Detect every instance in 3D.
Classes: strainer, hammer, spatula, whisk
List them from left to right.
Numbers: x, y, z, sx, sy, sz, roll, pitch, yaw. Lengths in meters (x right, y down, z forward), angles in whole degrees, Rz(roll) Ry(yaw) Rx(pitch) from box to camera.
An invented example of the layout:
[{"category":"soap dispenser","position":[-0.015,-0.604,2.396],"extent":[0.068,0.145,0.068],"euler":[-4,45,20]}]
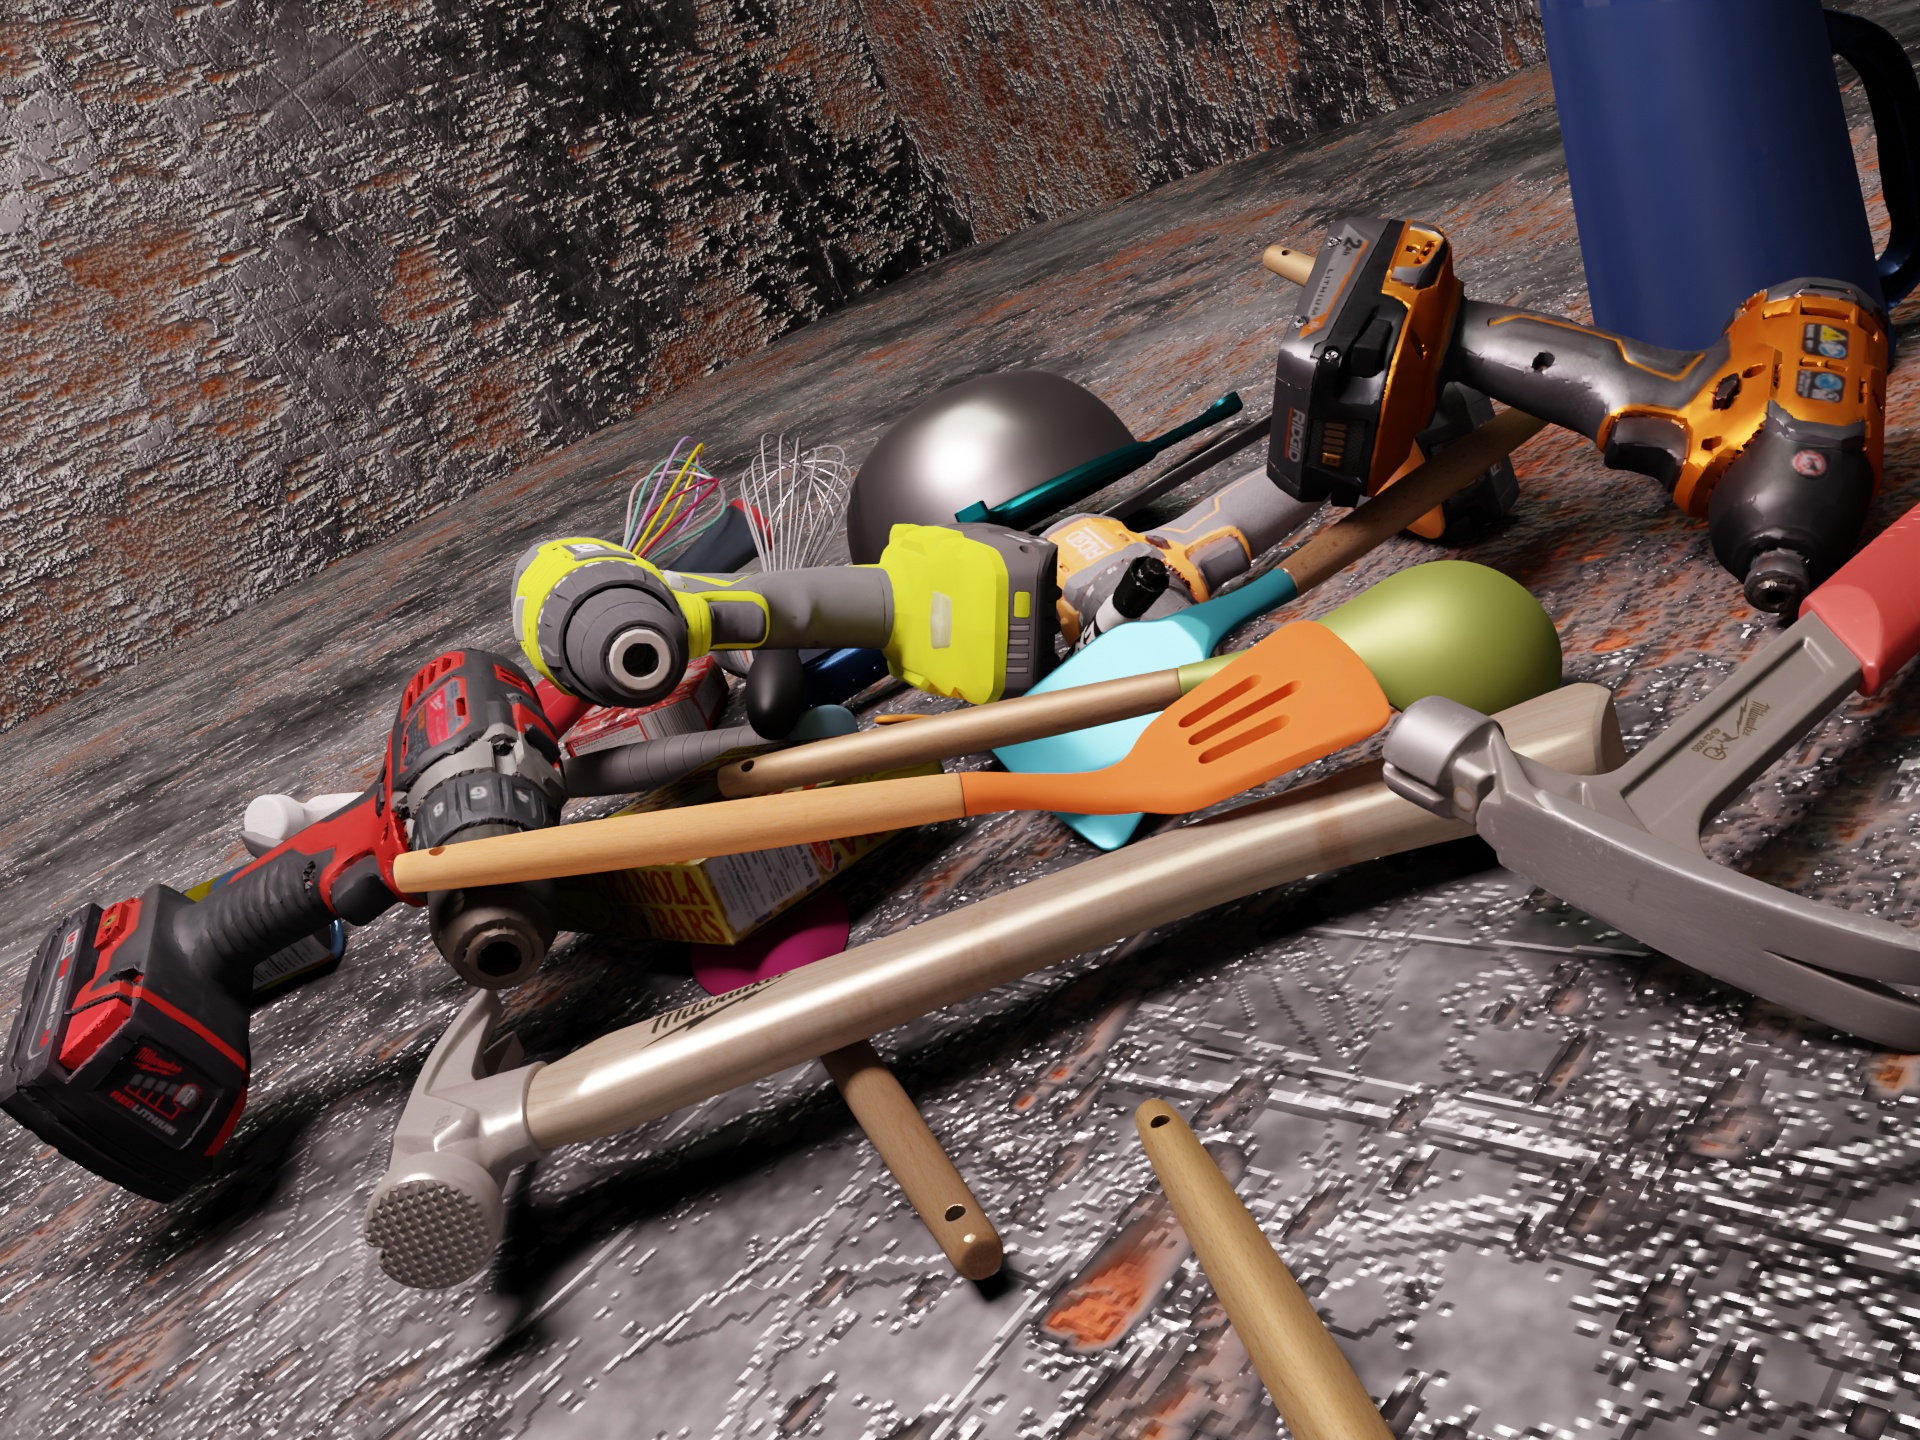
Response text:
[{"category":"hammer","position":[-0.213,0.032,0.863],"extent":[0.331,0.033,0.128],"euler":[-9,-4,19]},{"category":"hammer","position":[-0.212,-0.027,0.864],"extent":[0.143,0.038,0.386],"euler":[-4,29,23]},{"category":"whisk","position":[-0.180,-0.092,0.894],"extent":[0.047,0.051,0.245],"euler":[-29,24,25]},{"category":"whisk","position":[-0.097,-0.079,0.877],"extent":[0.070,0.070,0.285],"euler":[-19,35,12]},{"category":"spatula","position":[-0.025,0.020,0.525],"extent":[0.322,0.041,0.081],"euler":[-8,28,-4]},{"category":"hammer","position":[0.016,0.067,0.525],"extent":[0.410,0.038,0.146],"euler":[-19,16,-1]},{"category":"strainer","position":[0.055,-0.184,1.023],"extent":[0.340,0.095,0.211],"euler":[-30,5,-34]},{"category":"hammer","position":[0.068,-0.108,0.893],"extent":[0.405,0.035,0.144],"euler":[-31,-18,-7]},{"category":"spatula","position":[0.154,-0.064,0.676],"extent":[0.317,0.044,0.082],"euler":[-33,53,-20]},{"category":"hammer","position":[0.299,-0.035,0.493],"extent":[0.359,0.036,0.149],"euler":[-30,41,-30]}]

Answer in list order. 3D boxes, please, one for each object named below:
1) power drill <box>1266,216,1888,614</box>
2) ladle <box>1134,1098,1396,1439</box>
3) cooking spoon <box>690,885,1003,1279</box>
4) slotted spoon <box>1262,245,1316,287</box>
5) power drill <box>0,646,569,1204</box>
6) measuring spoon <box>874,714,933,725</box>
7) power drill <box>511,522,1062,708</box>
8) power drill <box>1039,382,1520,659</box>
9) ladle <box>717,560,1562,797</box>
[{"category":"power drill","position":[0.243,-0.121,0.634],"extent":[0.226,0.084,0.164],"euler":[14,52,16]},{"category":"ladle","position":[0.083,0.151,0.298],"extent":[0.069,0.031,0.316],"euler":[-25,18,-4]},{"category":"cooking spoon","position":[-0.046,0.107,0.558],"extent":[0.069,0.017,0.319],"euler":[-28,19,-12]},{"category":"slotted spoon","position":[0.266,-0.179,0.774],"extent":[0.070,0.031,0.314],"euler":[-36,49,-18]},{"category":"power drill","position":[-0.244,0.082,0.603],"extent":[0.226,0.080,0.188],"euler":[-37,34,2]},{"category":"measuring spoon","position":[-0.001,-0.002,0.719],"extent":[0.021,0.011,0.116],"euler":[-4,-3,35]},{"category":"power drill","position":[-0.075,-0.043,0.696],"extent":[0.228,0.080,0.191],"euler":[-3,12,-21]},{"category":"power drill","position":[0.151,-0.091,0.771],"extent":[0.226,0.084,0.185],"euler":[-27,22,-1]},{"category":"ladle","position":[0.061,0.000,0.603],"extent":[0.320,0.062,0.078],"euler":[-12,47,14]}]
